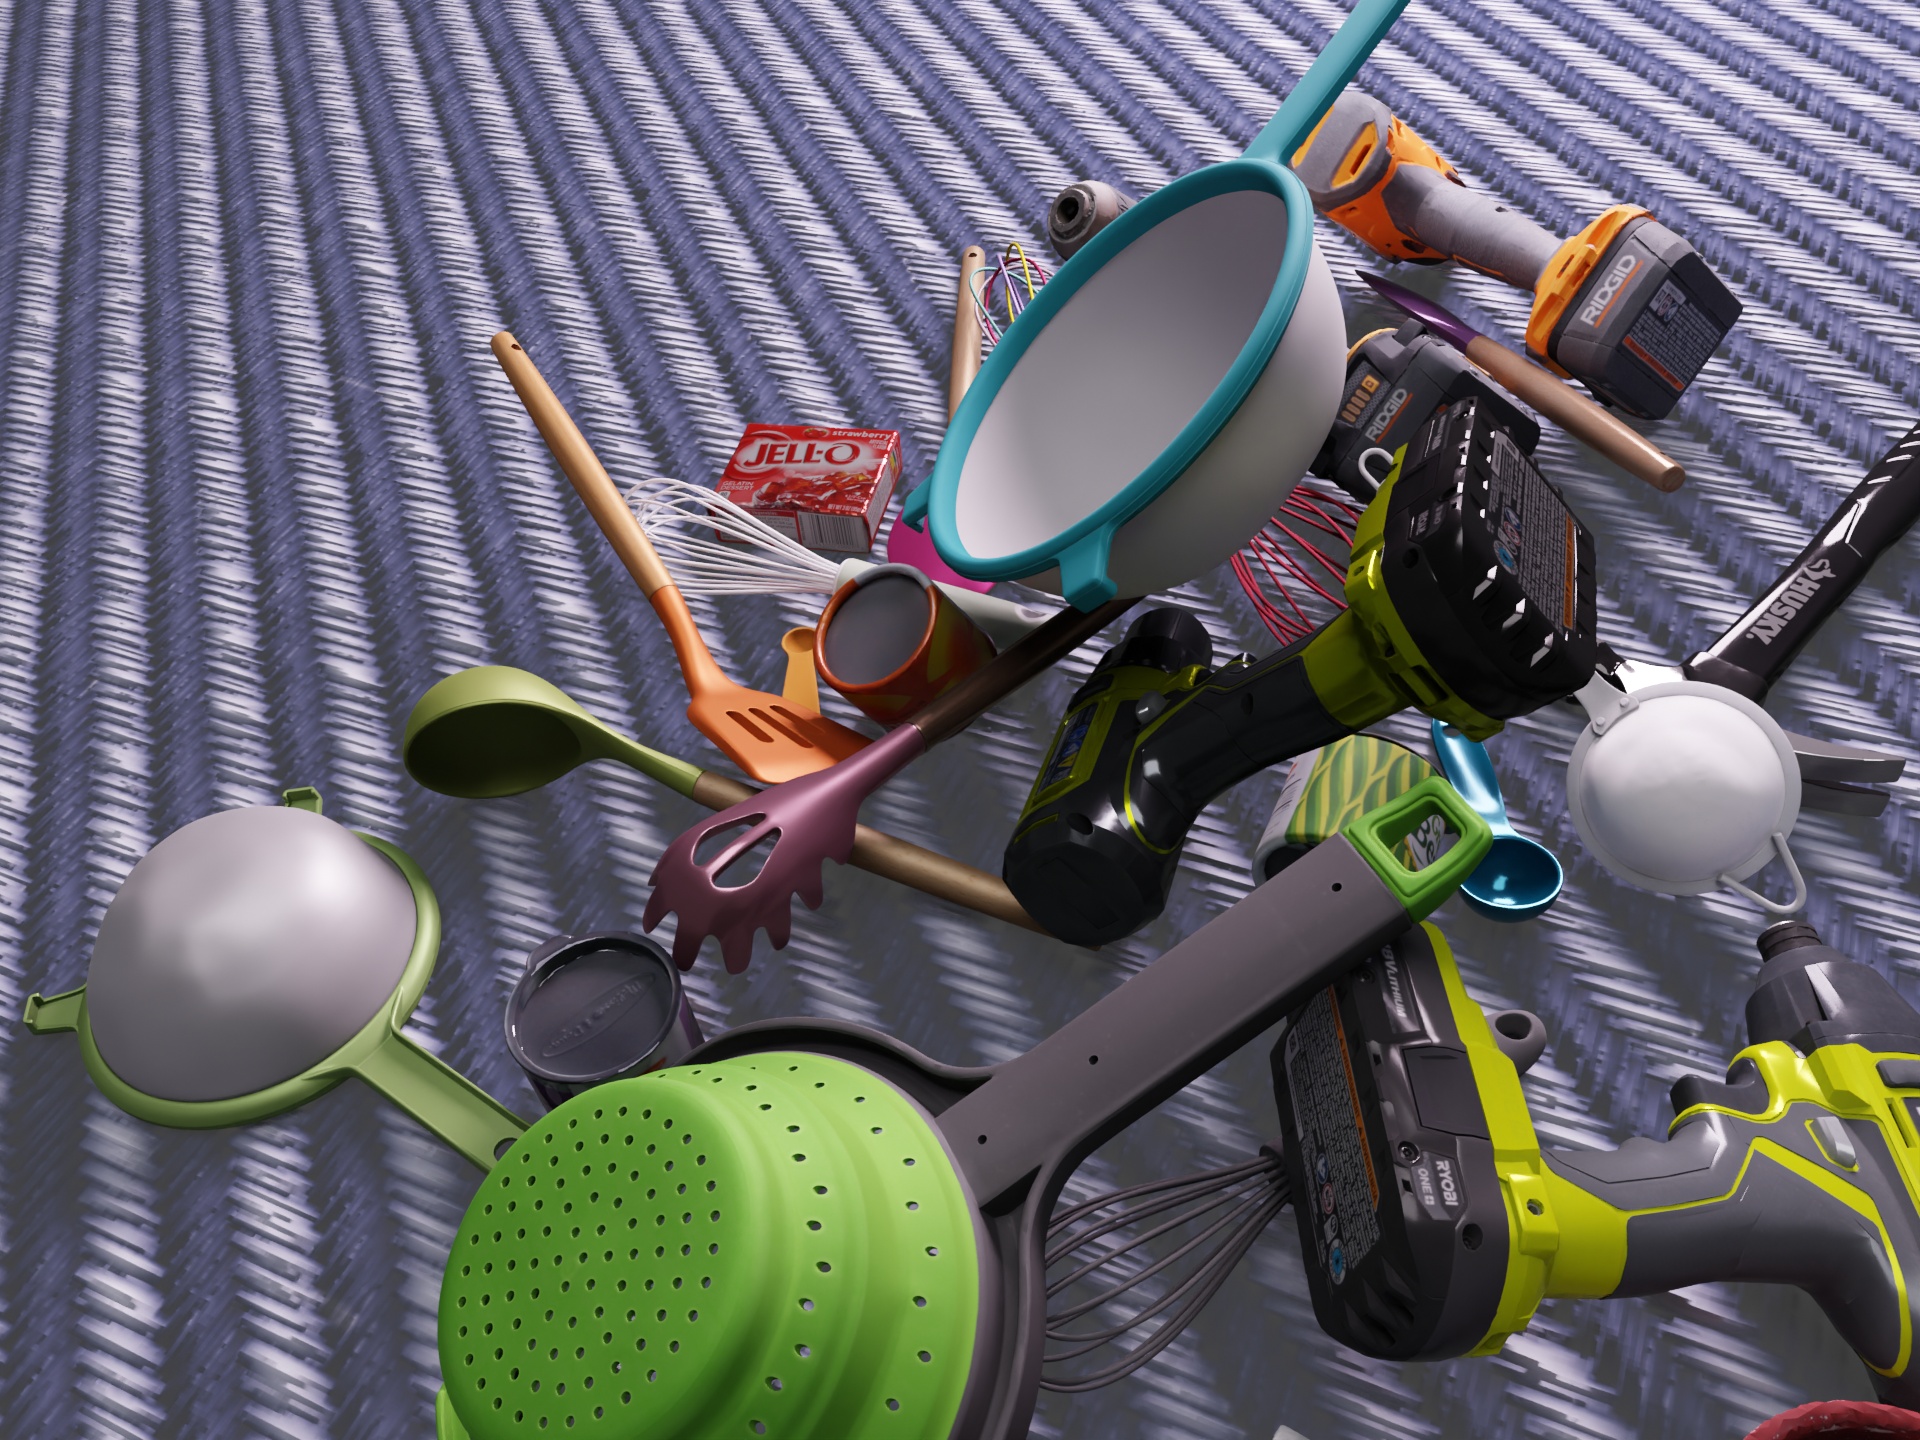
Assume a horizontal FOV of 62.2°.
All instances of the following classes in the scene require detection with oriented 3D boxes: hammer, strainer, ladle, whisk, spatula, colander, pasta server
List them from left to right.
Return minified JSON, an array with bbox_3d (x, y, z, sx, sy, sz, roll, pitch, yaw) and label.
[{"bbox_3d":[-0.257,0.105,0.629,0.256,0.069,0.151,24,54,29],"label":"strainer"},{"bbox_3d":[-0.148,-0.083,0.757,0.081,0.041,0.323,-8,55,-47],"label":"spatula"},{"bbox_3d":[-0.093,0.047,0.678,0.320,0.078,0.062,19,61,14],"label":"ladle"},{"bbox_3d":[-0.065,-0.070,0.790,0.246,0.059,0.058,17,21,16],"label":"whisk"},{"bbox_3d":[-0.019,0.125,0.471,0.397,0.094,0.205,-36,48,3],"label":"colander"},{"bbox_3d":[-0.001,-0.002,0.675,0.316,0.040,0.060,-35,67,-29],"label":"pasta server"},{"bbox_3d":[0.049,-0.185,0.880,0.051,0.047,0.245,14,43,-31],"label":"whisk"},{"bbox_3d":[0.135,-0.113,0.797,0.073,0.073,0.296,-22,42,-13],"label":"whisk"},{"bbox_3d":[0.127,-0.178,0.683,0.340,0.095,0.211,-53,28,-1],"label":"strainer"},{"bbox_3d":[0.114,0.158,0.550,0.239,0.055,0.055,-23,48,-20],"label":"whisk"},{"bbox_3d":[0.274,-0.182,0.811,0.059,0.018,0.316,17,26,-21],"label":"spatula"},{"bbox_3d":[0.249,-0.023,0.658,0.087,0.050,0.259,-43,65,15],"label":"strainer"},{"bbox_3d":[0.421,-0.080,0.743,0.335,0.035,0.146,-38,53,-26],"label":"hammer"}]

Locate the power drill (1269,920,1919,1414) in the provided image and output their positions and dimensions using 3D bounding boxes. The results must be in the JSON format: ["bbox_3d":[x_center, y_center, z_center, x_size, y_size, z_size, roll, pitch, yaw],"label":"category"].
[{"bbox_3d":[0.224,0.132,0.517,0.223,0.080,0.171,6,47,-9],"label":"power drill"}]

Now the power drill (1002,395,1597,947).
[{"bbox_3d":[0.125,-0.024,0.626,0.228,0.080,0.191,-34,18,37],"label":"power drill"}]

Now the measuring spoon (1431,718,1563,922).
[{"bbox_3d":[0.219,0.041,0.671,0.042,0.021,0.129,-5,37,5],"label":"measuring spoon"}]

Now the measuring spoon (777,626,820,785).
[{"bbox_3d":[-0.075,0.001,0.749,0.021,0.011,0.117,-6,50,2],"label":"measuring spoon"}]

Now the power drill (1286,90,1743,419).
[{"bbox_3d":[0.299,-0.253,0.865,0.164,0.084,0.227,9,29,-50],"label":"power drill"}]

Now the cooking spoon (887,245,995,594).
[{"bbox_3d":[0.001,-0.179,0.902,0.069,0.017,0.319,-1,47,5],"label":"cooking spoon"}]

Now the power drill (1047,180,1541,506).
[{"bbox_3d":[0.156,-0.190,0.793,0.185,0.084,0.226,13,26,-48],"label":"power drill"}]
